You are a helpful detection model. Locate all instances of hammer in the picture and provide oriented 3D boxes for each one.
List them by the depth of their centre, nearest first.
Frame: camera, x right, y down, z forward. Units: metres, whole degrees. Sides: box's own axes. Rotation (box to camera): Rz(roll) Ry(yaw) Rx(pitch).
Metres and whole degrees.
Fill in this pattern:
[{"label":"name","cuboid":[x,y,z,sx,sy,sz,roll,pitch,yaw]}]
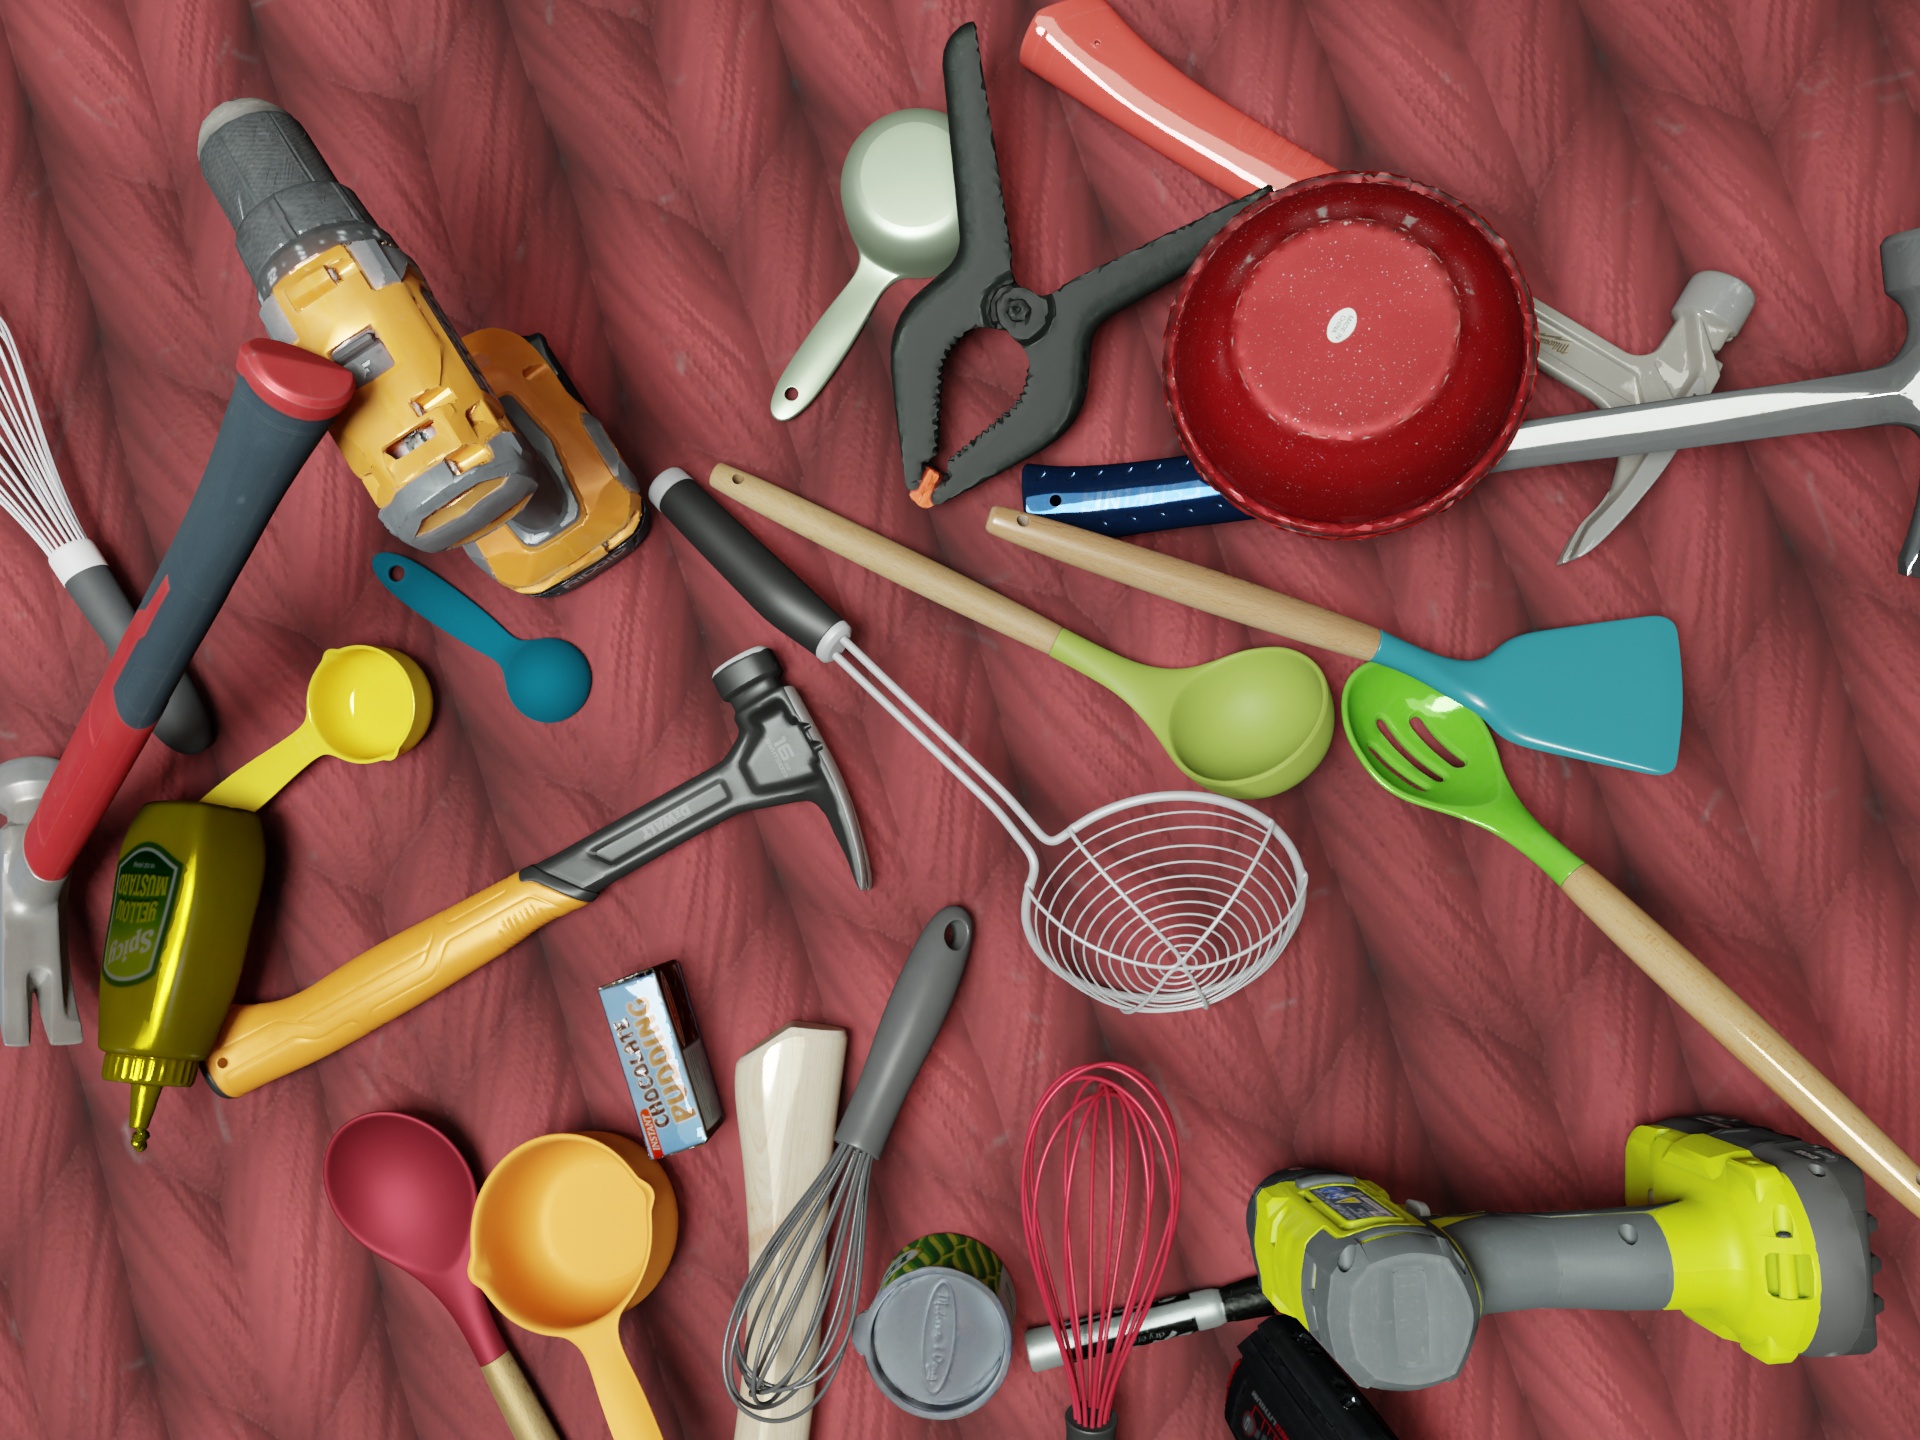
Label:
[{"label":"hammer","cuboid":[-0.330,-0.005,0.644,0.386,0.038,0.143,-41,57,38]},{"label":"hammer","cuboid":[0.230,-0.114,0.708,0.405,0.035,0.144,-6,95,13]},{"label":"hammer","cuboid":[-0.081,0.348,0.732,0.146,0.038,0.411,7,85,-7]},{"label":"hammer","cuboid":[0.181,-0.226,0.750,0.359,0.036,0.149,33,89,5]},{"label":"hammer","cuboid":[-0.209,0.097,0.761,0.337,0.034,0.127,-28,84,2]}]

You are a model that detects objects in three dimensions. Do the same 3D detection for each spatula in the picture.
[{"label":"spatula","cuboid":[0.165,-0.048,0.708,0.317,0.044,0.082,17,63,-7]}]

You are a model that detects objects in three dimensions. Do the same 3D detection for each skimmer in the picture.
[{"label":"skimmer","cuboid":[-0.001,-0.002,0.748,0.363,0.090,0.127,43,122,16]}]

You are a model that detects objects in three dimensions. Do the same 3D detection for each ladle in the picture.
[{"label":"ladle","cuboid":[0.022,-0.054,0.743,0.320,0.062,0.078,27,67,8]},{"label":"ladle","cuboid":[-0.207,0.324,0.752,0.069,0.031,0.315,-30,87,6]}]

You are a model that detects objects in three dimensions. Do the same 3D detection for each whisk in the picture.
[{"label":"whisk","cuboid":[0.059,0.290,0.701,0.073,0.073,0.295,2,101,4]},{"label":"whisk","cuboid":[-0.043,0.192,0.714,0.055,0.055,0.239,22,70,5]},{"label":"whisk","cuboid":[-0.450,-0.104,0.781,0.070,0.070,0.284,-33,90,2]}]

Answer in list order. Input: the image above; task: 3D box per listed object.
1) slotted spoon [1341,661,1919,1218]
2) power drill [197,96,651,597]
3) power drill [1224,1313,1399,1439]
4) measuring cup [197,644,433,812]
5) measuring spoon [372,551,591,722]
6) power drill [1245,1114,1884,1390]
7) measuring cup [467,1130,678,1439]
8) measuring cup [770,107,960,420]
[{"label":"slotted spoon","cuboid":[0.278,0.085,0.674,0.070,0.031,0.314,-27,58,-24]},{"label":"power drill","cuboid":[-0.225,-0.147,0.678,0.084,0.226,0.185,-33,86,1]},{"label":"power drill","cuboid":[0.094,0.366,0.672,0.219,0.079,0.143,-40,119,-3]},{"label":"measuring cup","cuboid":[-0.324,0.018,0.782,0.156,0.029,0.062,-34,86,13]},{"label":"measuring spoon","cuboid":[-0.238,-0.045,0.775,0.128,0.021,0.042,34,90,4]},{"label":"power drill","cuboid":[0.238,0.216,0.665,0.223,0.171,0.080,-2,87,-5]},{"label":"measuring cup","cuboid":[-0.158,0.272,0.728,0.095,0.052,0.174,-26,78,5]},{"label":"measuring cup","cuboid":[-0.045,-0.218,0.763,0.083,0.038,0.167,33,87,5]}]
